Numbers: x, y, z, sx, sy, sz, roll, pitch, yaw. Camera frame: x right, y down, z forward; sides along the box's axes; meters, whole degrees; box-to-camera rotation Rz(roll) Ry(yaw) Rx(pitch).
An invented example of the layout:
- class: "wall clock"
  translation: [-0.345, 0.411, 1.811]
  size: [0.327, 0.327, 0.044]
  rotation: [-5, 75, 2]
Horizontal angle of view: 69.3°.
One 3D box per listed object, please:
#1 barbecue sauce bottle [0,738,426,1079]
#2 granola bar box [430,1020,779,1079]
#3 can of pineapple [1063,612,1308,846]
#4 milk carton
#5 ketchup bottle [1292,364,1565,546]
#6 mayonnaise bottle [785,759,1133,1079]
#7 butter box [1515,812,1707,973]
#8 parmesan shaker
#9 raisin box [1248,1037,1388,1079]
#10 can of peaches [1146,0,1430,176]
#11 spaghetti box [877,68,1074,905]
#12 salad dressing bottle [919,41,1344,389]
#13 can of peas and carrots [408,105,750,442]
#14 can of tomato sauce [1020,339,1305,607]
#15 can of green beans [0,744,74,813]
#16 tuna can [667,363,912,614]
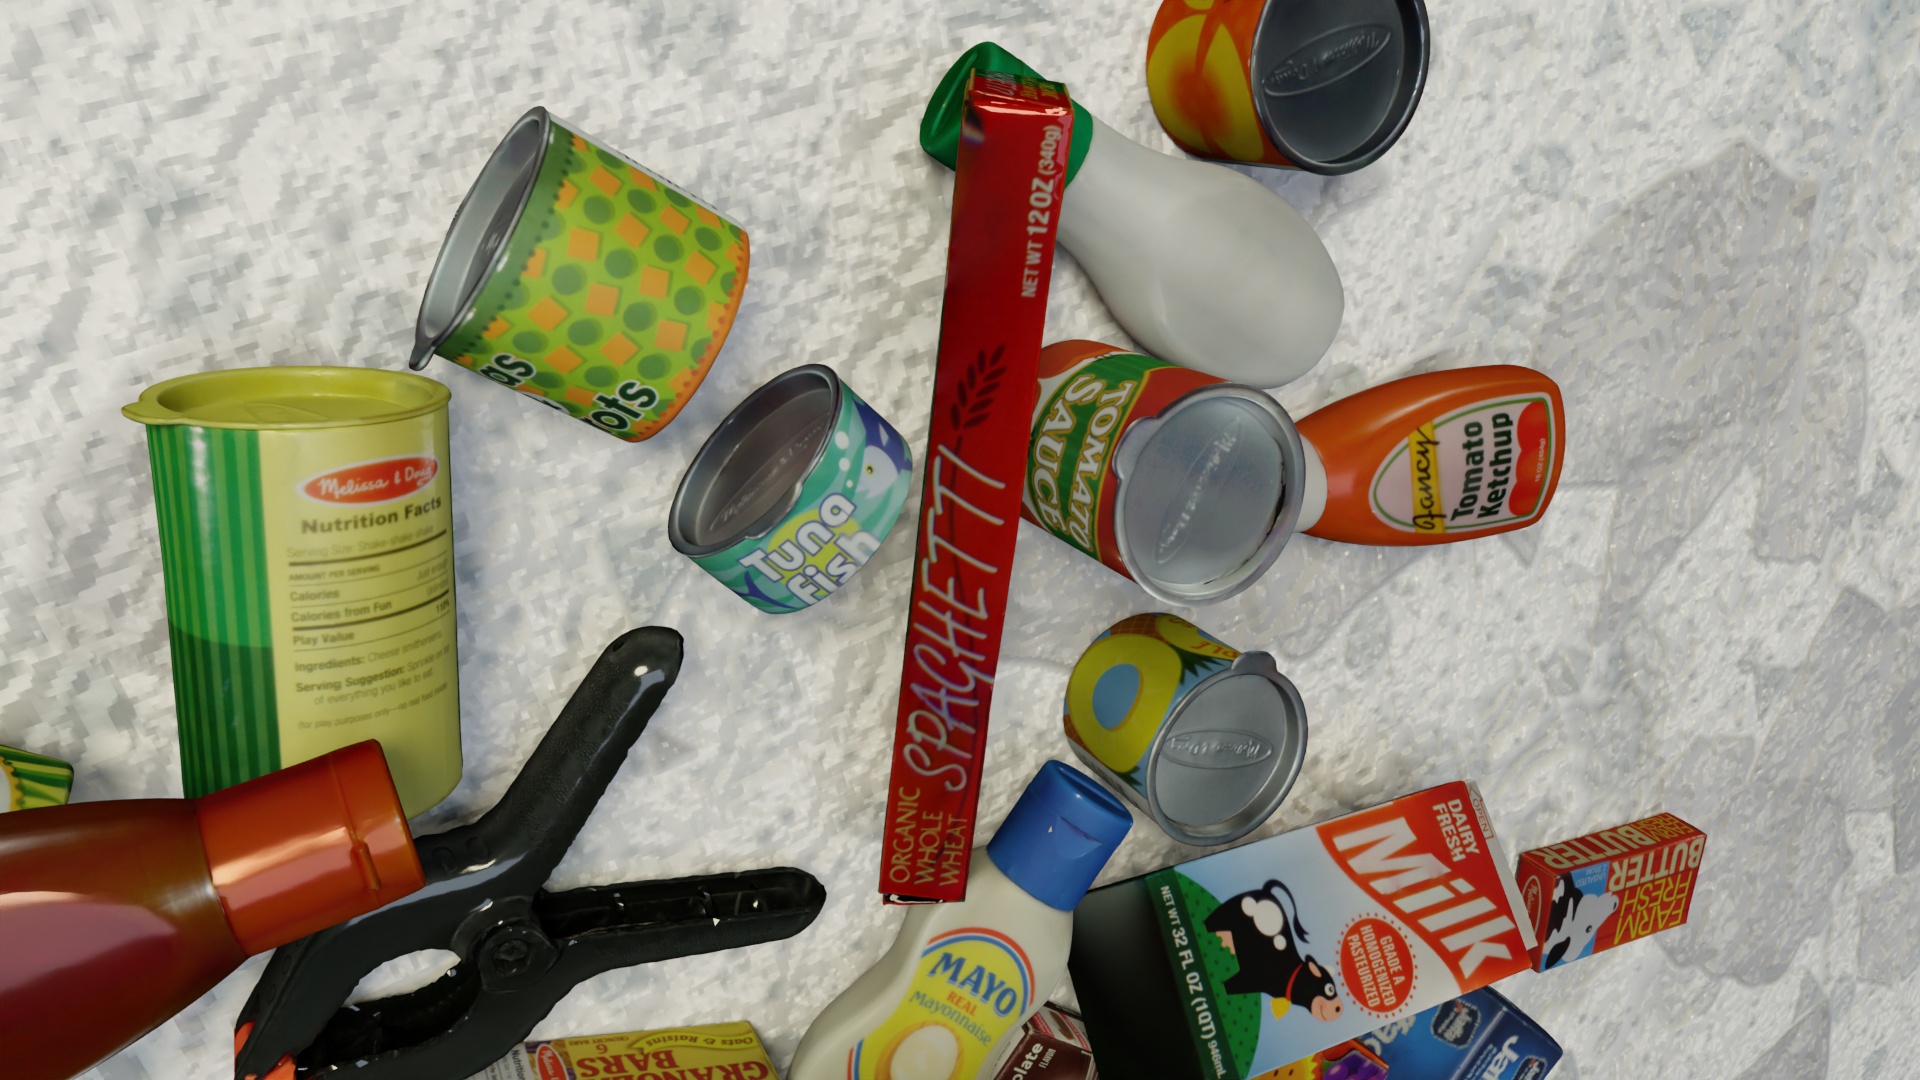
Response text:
- class: "barbecue sauce bottle"
  translation: [-0.190, 0.083, 0.283]
  size: [0.149, 0.044, 0.064]
  rotation: [-19, 114, -24]
- class: "granola bar box"
  translation: [-0.134, 0.243, 0.446]
  size: [0.124, 0.039, 0.165]
  rotation: [5, 104, -29]
- class: "can of pineapple"
  translation: [0.079, 0.063, 0.487]
  size: [0.071, 0.058, 0.070]
  rotation: [-9, 111, -25]
- class: "milk carton"
  translation: [0.138, 0.141, 0.518]
  size: [0.191, 0.073, 0.072]
  rotation: [-7, 73, -28]
- class: "ketchup bottle"
  translation: [0.150, -0.026, 0.504]
  size: [0.149, 0.043, 0.064]
  rotation: [-9, 111, -24]
- class: "mayonnaise bottle"
  translation: [0.003, 0.144, 0.472]
  size: [0.065, 0.041, 0.148]
  rotation: [33, 95, -6]
- class: "butter box"
  translation: [0.306, 0.166, 0.660]
  size: [0.104, 0.024, 0.053]
  rotation: [-7, 110, -25]
- class: "parmesan shaker"
  translation: [-0.161, 0.014, 0.340]
  size: [0.071, 0.071, 0.102]
  rotation: [-4, 109, -26]
- class: "raisin box"
  translation: [0.110, 0.243, 0.573]
  size: [0.086, 0.040, 0.123]
  rotation: [40, 85, -31]
- class: "can of peaches"
  translation: [0.099, -0.150, 0.428]
  size: [0.071, 0.058, 0.071]
  rotation: [-9, 110, -24]
- class: "spaghetti box"
  translation: [0.001, -0.005, 0.405]
  size: [0.029, 0.050, 0.248]
  rotation: [6, 115, -1]
- class: "salad dressing bottle"
  translation: [0.056, -0.099, 0.432]
  size: [0.147, 0.044, 0.064]
  rotation: [27, 93, -30]
- class: "can of peas and carrots"
  translation: [-0.095, -0.063, 0.349]
  size: [0.058, 0.071, 0.071]
  rotation: [26, 94, -32]
- class: "can of tomato sauce"
  translation: [0.052, -0.024, 0.430]
  size: [0.071, 0.083, 0.071]
  rotation: [-9, 110, -25]
- class: "can of green beans"
  translation: [-0.247, 0.074, 0.316]
  size: [0.058, 0.071, 0.071]
  rotation: [26, 93, -32]
- class: "tuna can"
  translation: [-0.047, -0.013, 0.389]
  size: [0.071, 0.071, 0.032]
  rotation: [-51, 123, -4]
